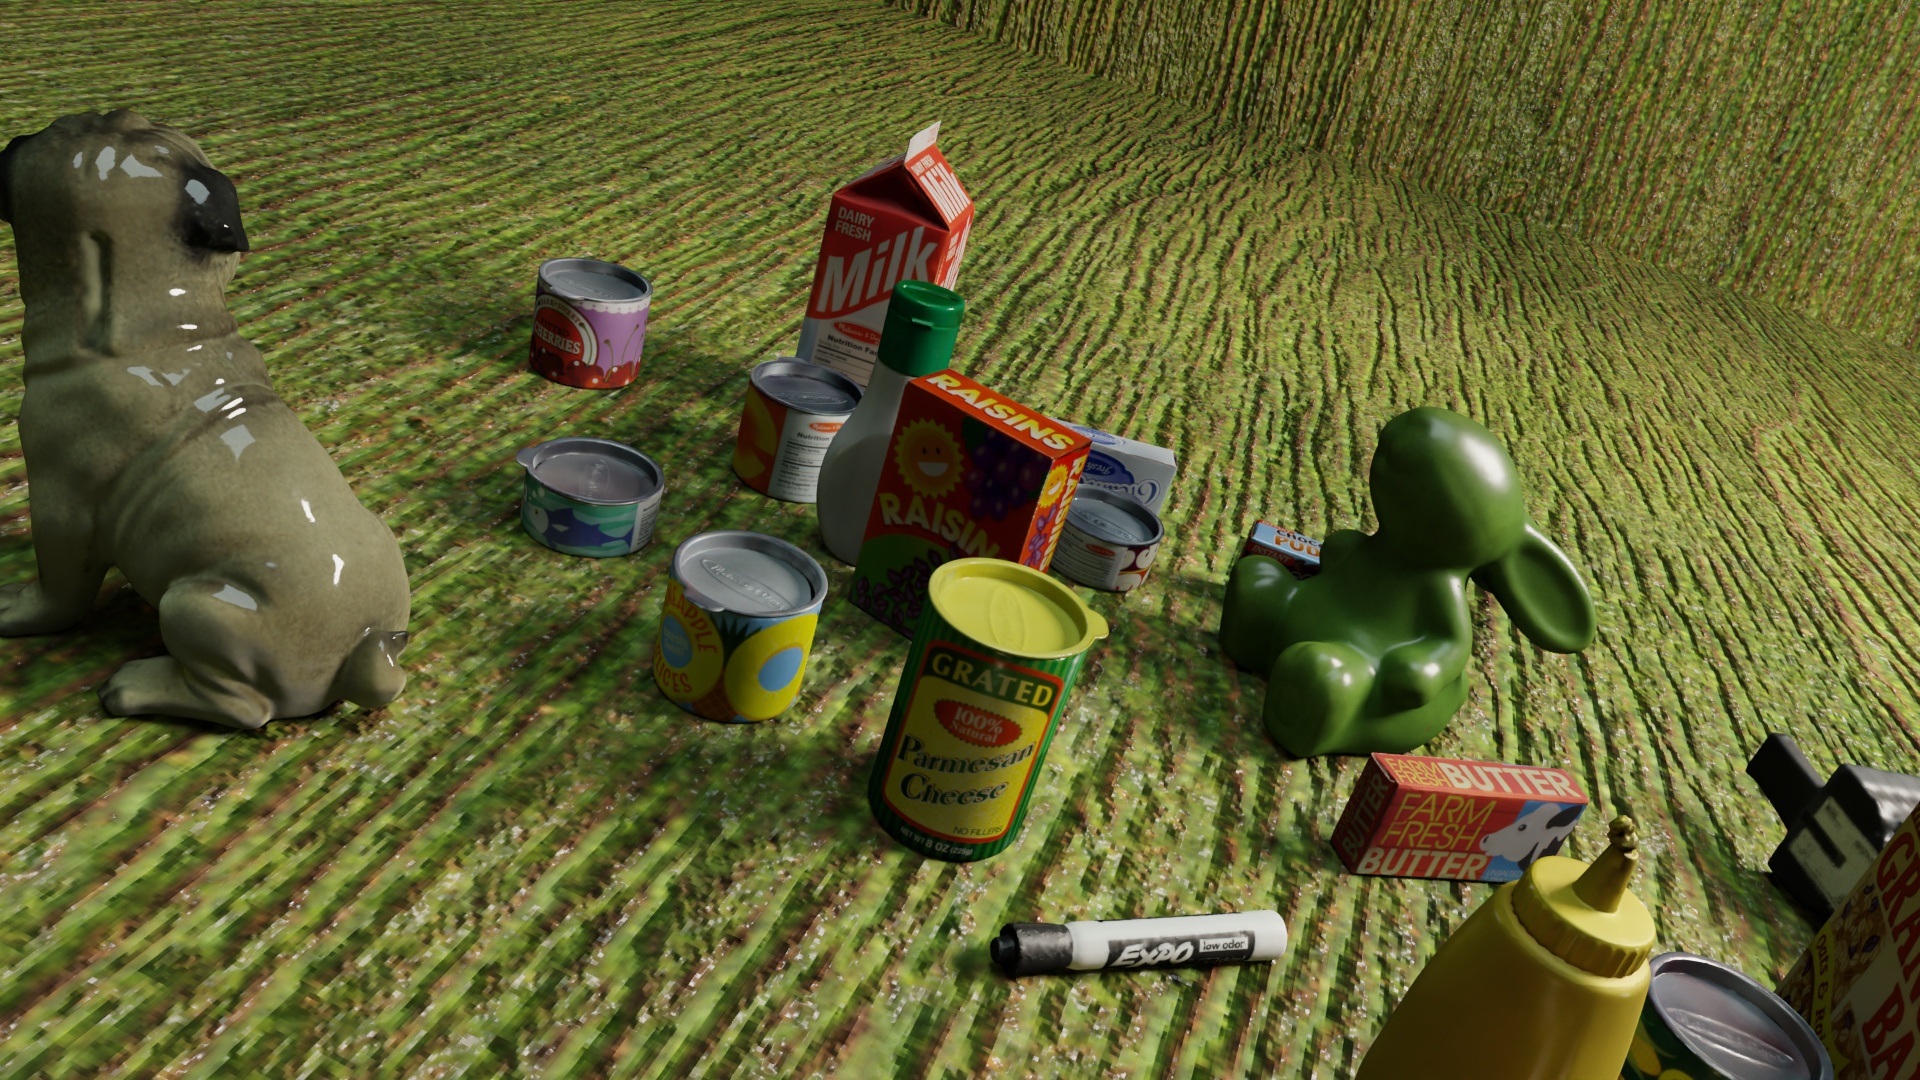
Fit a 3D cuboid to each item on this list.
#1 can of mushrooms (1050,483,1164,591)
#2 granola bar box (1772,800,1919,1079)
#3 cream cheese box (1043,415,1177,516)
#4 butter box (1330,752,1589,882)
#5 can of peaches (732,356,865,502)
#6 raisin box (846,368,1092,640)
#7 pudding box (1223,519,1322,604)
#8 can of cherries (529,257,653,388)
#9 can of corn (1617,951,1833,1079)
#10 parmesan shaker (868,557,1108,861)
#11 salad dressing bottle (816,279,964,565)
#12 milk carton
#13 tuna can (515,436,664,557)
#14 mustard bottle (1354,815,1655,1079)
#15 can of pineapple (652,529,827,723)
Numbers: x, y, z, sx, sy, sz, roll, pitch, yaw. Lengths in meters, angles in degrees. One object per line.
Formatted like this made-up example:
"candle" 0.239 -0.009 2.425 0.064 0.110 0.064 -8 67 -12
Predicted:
"can of mushrooms" 0.081 -0.003 0.793 0.071 0.033 0.071 13 28 -7
"granola bar box" 0.351 0.185 0.504 0.039 0.123 0.166 25 29 14
"cream cheese box" 0.073 -0.040 0.835 0.104 0.053 0.024 15 27 -4
"butter box" 0.222 0.125 0.618 0.103 0.053 0.024 8 29 -17
"can of peaches" -0.091 -0.062 0.780 0.071 0.057 0.071 13 28 -7
"raisin box" 0.002 -0.008 0.663 0.086 0.122 0.040 30 30 24
"pudding box" 0.198 0.026 0.788 0.084 0.049 0.030 21 28 8
"can of cherries" -0.223 -0.129 0.828 0.071 0.058 0.072 13 28 -7
"can of corn" 0.269 0.197 0.507 0.071 0.058 0.071 13 28 -7
"parmesan shaker" 0.009 0.068 0.549 0.071 0.102 0.071 13 28 -7
"salad dressing bottle" -0.033 -0.058 0.708 0.064 0.147 0.044 15 27 -3
"milk carton" -0.045 -0.152 0.827 0.073 0.189 0.073 19 27 4
"tuna can" -0.183 -0.022 0.682 0.071 0.032 0.071 13 28 -7
"mustard bottle" 0.176 0.149 0.433 0.049 0.159 0.065 -2 33 -32
"can of pineapple" -0.097 0.037 0.596 0.071 0.057 0.071 13 28 -7
